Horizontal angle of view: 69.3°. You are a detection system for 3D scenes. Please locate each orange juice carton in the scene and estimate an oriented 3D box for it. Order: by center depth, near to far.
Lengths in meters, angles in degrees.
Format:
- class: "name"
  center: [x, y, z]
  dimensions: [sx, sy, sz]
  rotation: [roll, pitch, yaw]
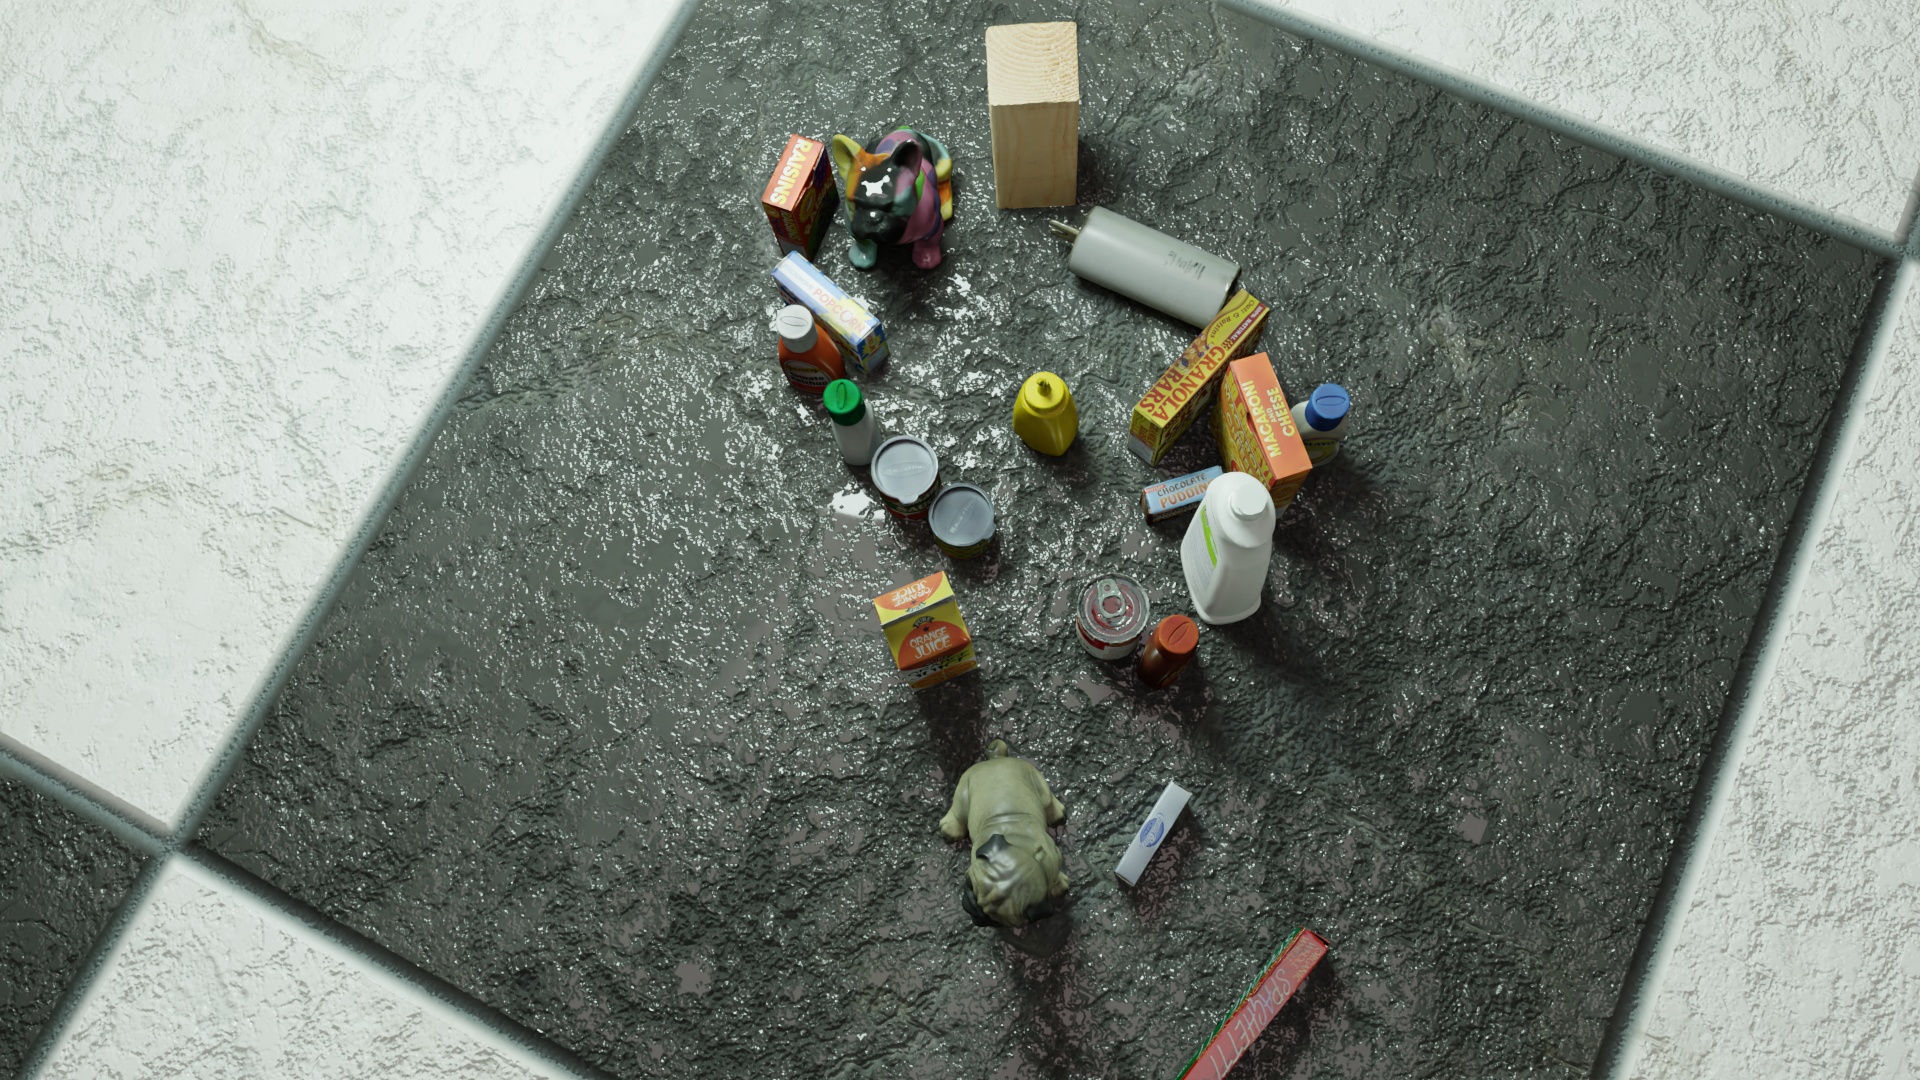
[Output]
- class: "orange juice carton"
  center: [-0.033, 0.085, 1.311]
  dimensions: [0.072, 0.192, 0.073]
  rotation: [-21, 75, -2]

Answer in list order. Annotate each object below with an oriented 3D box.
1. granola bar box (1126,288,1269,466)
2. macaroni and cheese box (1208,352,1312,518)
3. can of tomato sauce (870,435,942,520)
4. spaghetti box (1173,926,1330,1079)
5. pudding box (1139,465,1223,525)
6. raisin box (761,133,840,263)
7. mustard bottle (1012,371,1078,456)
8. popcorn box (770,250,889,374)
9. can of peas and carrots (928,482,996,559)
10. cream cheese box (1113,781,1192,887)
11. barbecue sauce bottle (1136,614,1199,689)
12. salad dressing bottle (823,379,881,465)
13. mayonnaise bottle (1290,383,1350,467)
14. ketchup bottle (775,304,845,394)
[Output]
- class: "granola bar box"
  center: [0.238, -0.161, 1.399]
  dimensions: [0.039, 0.124, 0.166]
  rotation: [40, 81, 12]
- class: "macaroni and cheese box"
  center: [0.289, -0.094, 1.356]
  dimensions: [0.040, 0.166, 0.124]
  rotation: [-18, 75, -1]
- class: "can of tomato sauce"
  center: [-0.052, -0.060, 1.409]
  dimensions: [0.071, 0.083, 0.071]
  rotation: [-1, 75, 3]
- class: "spaghetti box"
  center: [0.247, 0.456, 1.268]
  dimensions: [0.029, 0.050, 0.250]
  rotation: [40, 80, 12]
- class: "pudding box"
  center: [0.226, -0.046, 1.407]
  dimensions: [0.084, 0.049, 0.030]
  rotation: [-16, 75, -1]
- class: "raisin box"
  center: [-0.168, -0.361, 1.477]
  dimensions: [0.040, 0.123, 0.086]
  rotation: [21, 77, 9]
- class: "mustard bottle"
  center: [0.085, -0.132, 1.381]
  dimensions: [0.065, 0.160, 0.049]
  rotation: [28, 79, 10]
- class: "popcorn box"
  center: [-0.136, -0.239, 1.462]
  dimensions: [0.127, 0.085, 0.038]
  rotation: [41, 81, 12]
- class: "can of peas and carrots"
  center: [0.005, -0.018, 1.407]
  dimensions: [0.071, 0.058, 0.071]
  rotation: [-1, 75, 3]
- class: "cream cheese box"
  center: [0.181, 0.279, 1.318]
  dimensions: [0.024, 0.053, 0.104]
  rotation: [33, 79, 11]
- class: "barbecue sauce bottle"
  center: [0.199, 0.102, 1.317]
  dimensions: [0.044, 0.148, 0.065]
  rotation: [42, 81, 12]
- class: "salad dressing bottle"
  center: [-0.109, -0.120, 1.395]
  dimensions: [0.044, 0.147, 0.064]
  rotation: [0, 75, 3]
- class: "mayonnaise bottle"
  center: [0.350, -0.111, 1.367]
  dimensions: [0.065, 0.147, 0.041]
  rotation: [-3, 75, 3]
- class: "ketchup bottle"
  center: [-0.157, -0.195, 1.418]
  dimensions: [0.065, 0.148, 0.043]
  rotation: [10, 76, 6]
